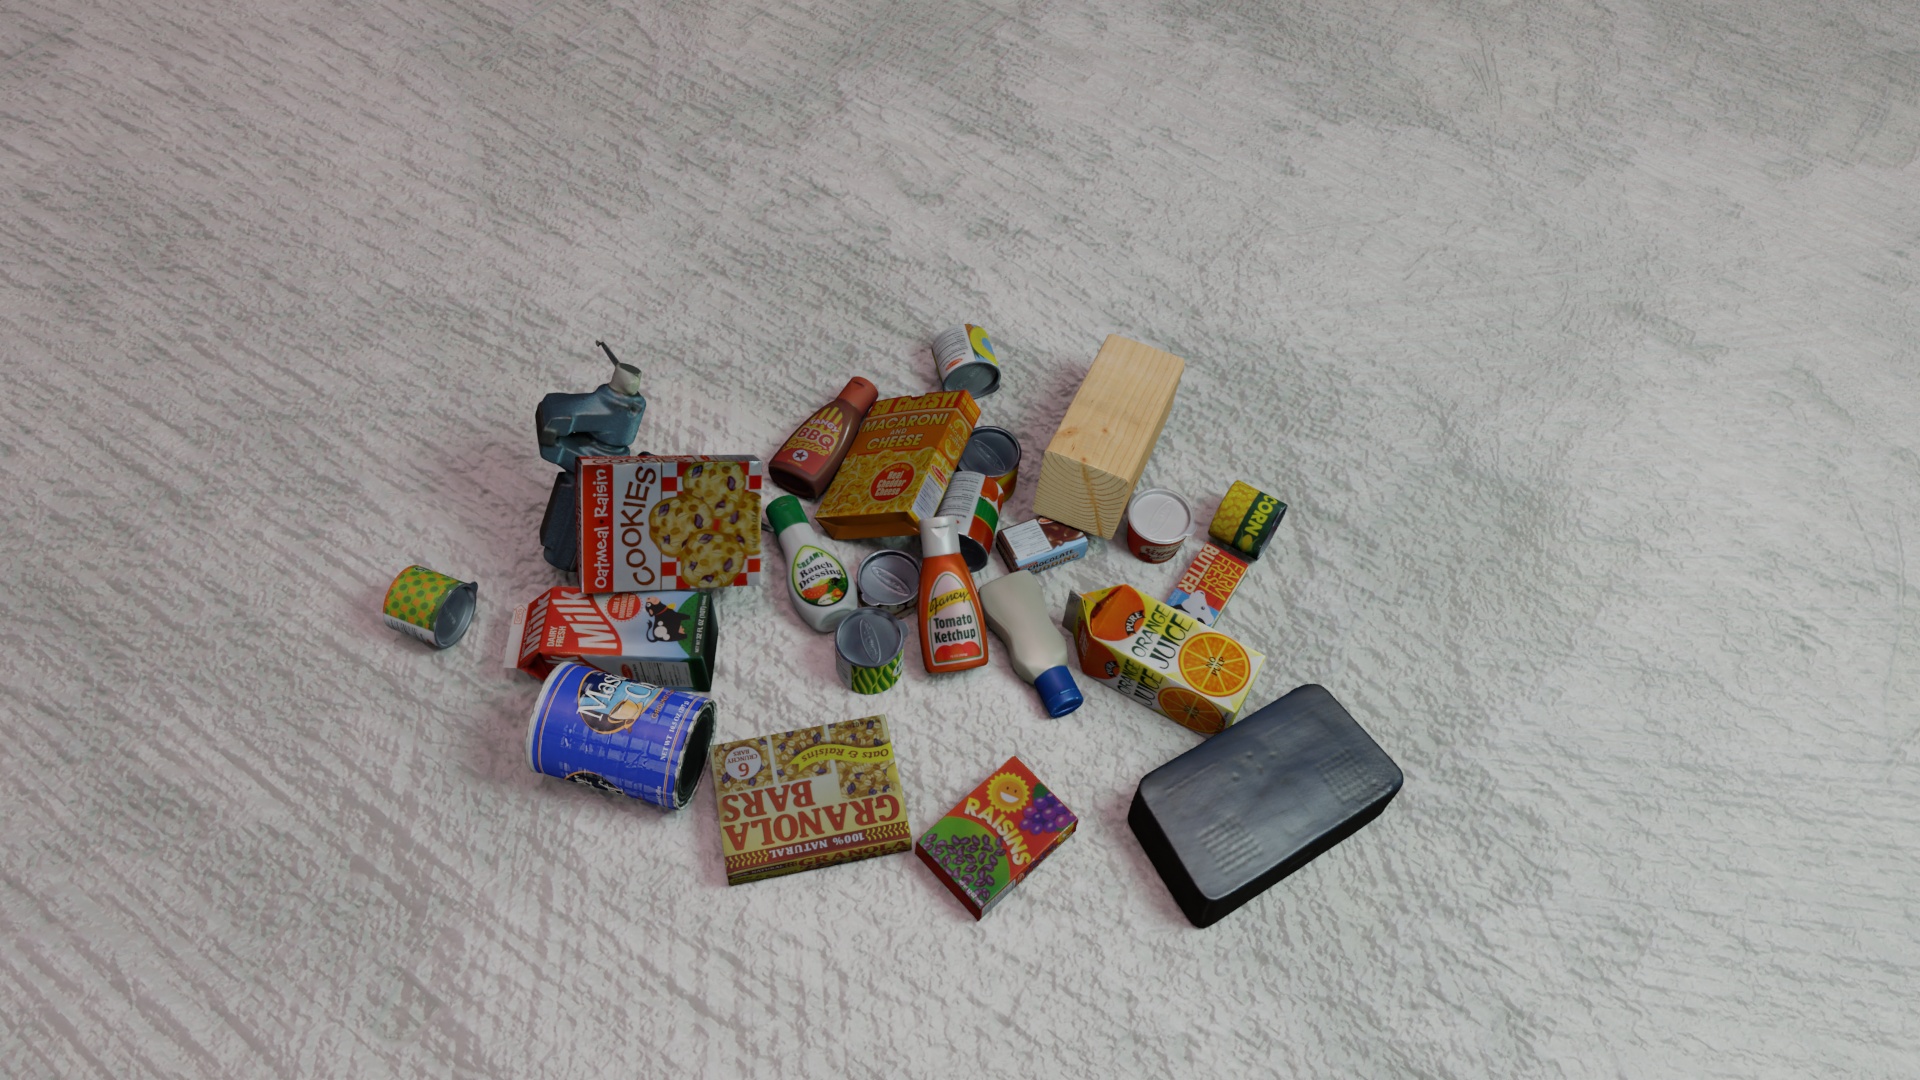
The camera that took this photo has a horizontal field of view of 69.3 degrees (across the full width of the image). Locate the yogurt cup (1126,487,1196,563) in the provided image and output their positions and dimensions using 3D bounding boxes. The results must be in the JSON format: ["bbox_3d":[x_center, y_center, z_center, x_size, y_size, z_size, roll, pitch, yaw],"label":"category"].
[{"bbox_3d":[0.202,-0.013,1.429,0.072,0.053,0.073,2,57,-3],"label":"yogurt cup"}]

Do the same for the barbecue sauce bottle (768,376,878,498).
[{"bbox_3d":[-0.140,-0.113,1.477,0.065,0.043,0.149,22,58,19],"label":"barbecue sauce bottle"}]

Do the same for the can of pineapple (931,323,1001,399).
[{"bbox_3d":[0.007,-0.195,1.529,0.071,0.070,0.058,-10,58,-10],"label":"can of pineapple"}]

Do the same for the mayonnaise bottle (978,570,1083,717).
[{"bbox_3d":[0.072,0.102,1.354,0.065,0.041,0.148,-20,61,-14],"label":"mayonnaise bottle"}]

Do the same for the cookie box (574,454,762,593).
[{"bbox_3d":[-0.273,-0.017,1.302,0.168,0.122,0.040,-2,14,-21],"label":"cookie box"}]

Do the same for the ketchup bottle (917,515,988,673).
[{"bbox_3d":[-0.013,0.051,1.339,0.065,0.043,0.148,-8,88,-7],"label":"ketchup bottle"}]

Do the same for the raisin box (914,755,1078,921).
[{"bbox_3d":[0.033,0.266,1.245,0.124,0.040,0.086,-38,66,-23],"label":"raisin box"}]

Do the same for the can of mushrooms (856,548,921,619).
[{"bbox_3d":[-0.072,0.045,1.385,0.071,0.033,0.071,2,57,-3],"label":"can of mushrooms"}]

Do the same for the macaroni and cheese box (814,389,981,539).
[{"bbox_3d":[-0.063,-0.079,1.427,0.123,0.040,0.167,-3,49,36],"label":"macaroni and cheese box"}]

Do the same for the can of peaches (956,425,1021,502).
[{"bbox_3d":[0.026,-0.076,1.456,0.071,0.057,0.071,2,58,-3],"label":"can of peaches"}]

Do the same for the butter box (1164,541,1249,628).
[{"bbox_3d":[0.246,0.054,1.406,0.053,0.024,0.104,30,60,14],"label":"butter box"}]

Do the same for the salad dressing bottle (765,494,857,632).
[{"bbox_3d":[-0.152,0.021,1.389,0.064,0.043,0.148,-22,61,-15],"label":"salad dressing bottle"}]

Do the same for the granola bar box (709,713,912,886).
[{"bbox_3d":[-0.137,0.233,1.255,0.166,0.038,0.125,-9,58,-10],"label":"granola bar box"}]

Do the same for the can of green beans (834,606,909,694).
[{"bbox_3d":[-0.087,0.106,1.329,0.071,0.057,0.071,2,57,-3],"label":"can of green beans"}]

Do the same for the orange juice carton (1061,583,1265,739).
[{"bbox_3d":[0.186,0.109,1.338,0.193,0.071,0.073,28,59,13],"label":"orange juice carton"}]

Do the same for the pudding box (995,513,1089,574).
[{"bbox_3d":[0.084,0.003,1.425,0.084,0.030,0.050,-20,59,-16],"label":"pudding box"}]

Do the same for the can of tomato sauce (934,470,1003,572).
[{"bbox_3d":[0.005,-0.018,1.411,0.071,0.070,0.083,13,53,4],"label":"can of tomato sauce"}]

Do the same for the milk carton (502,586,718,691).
[{"bbox_3d":[-0.331,0.093,1.312,0.191,0.073,0.073,2,57,-2],"label":"milk carton"}]

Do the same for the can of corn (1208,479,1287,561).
[{"bbox_3d":[0.296,-0.022,1.431,0.058,0.070,0.071,29,60,15],"label":"can of corn"}]

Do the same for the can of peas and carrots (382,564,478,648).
[{"bbox_3d":[-0.505,0.060,1.326,0.059,0.070,0.071,18,58,9],"label":"can of peas and carrots"}]
